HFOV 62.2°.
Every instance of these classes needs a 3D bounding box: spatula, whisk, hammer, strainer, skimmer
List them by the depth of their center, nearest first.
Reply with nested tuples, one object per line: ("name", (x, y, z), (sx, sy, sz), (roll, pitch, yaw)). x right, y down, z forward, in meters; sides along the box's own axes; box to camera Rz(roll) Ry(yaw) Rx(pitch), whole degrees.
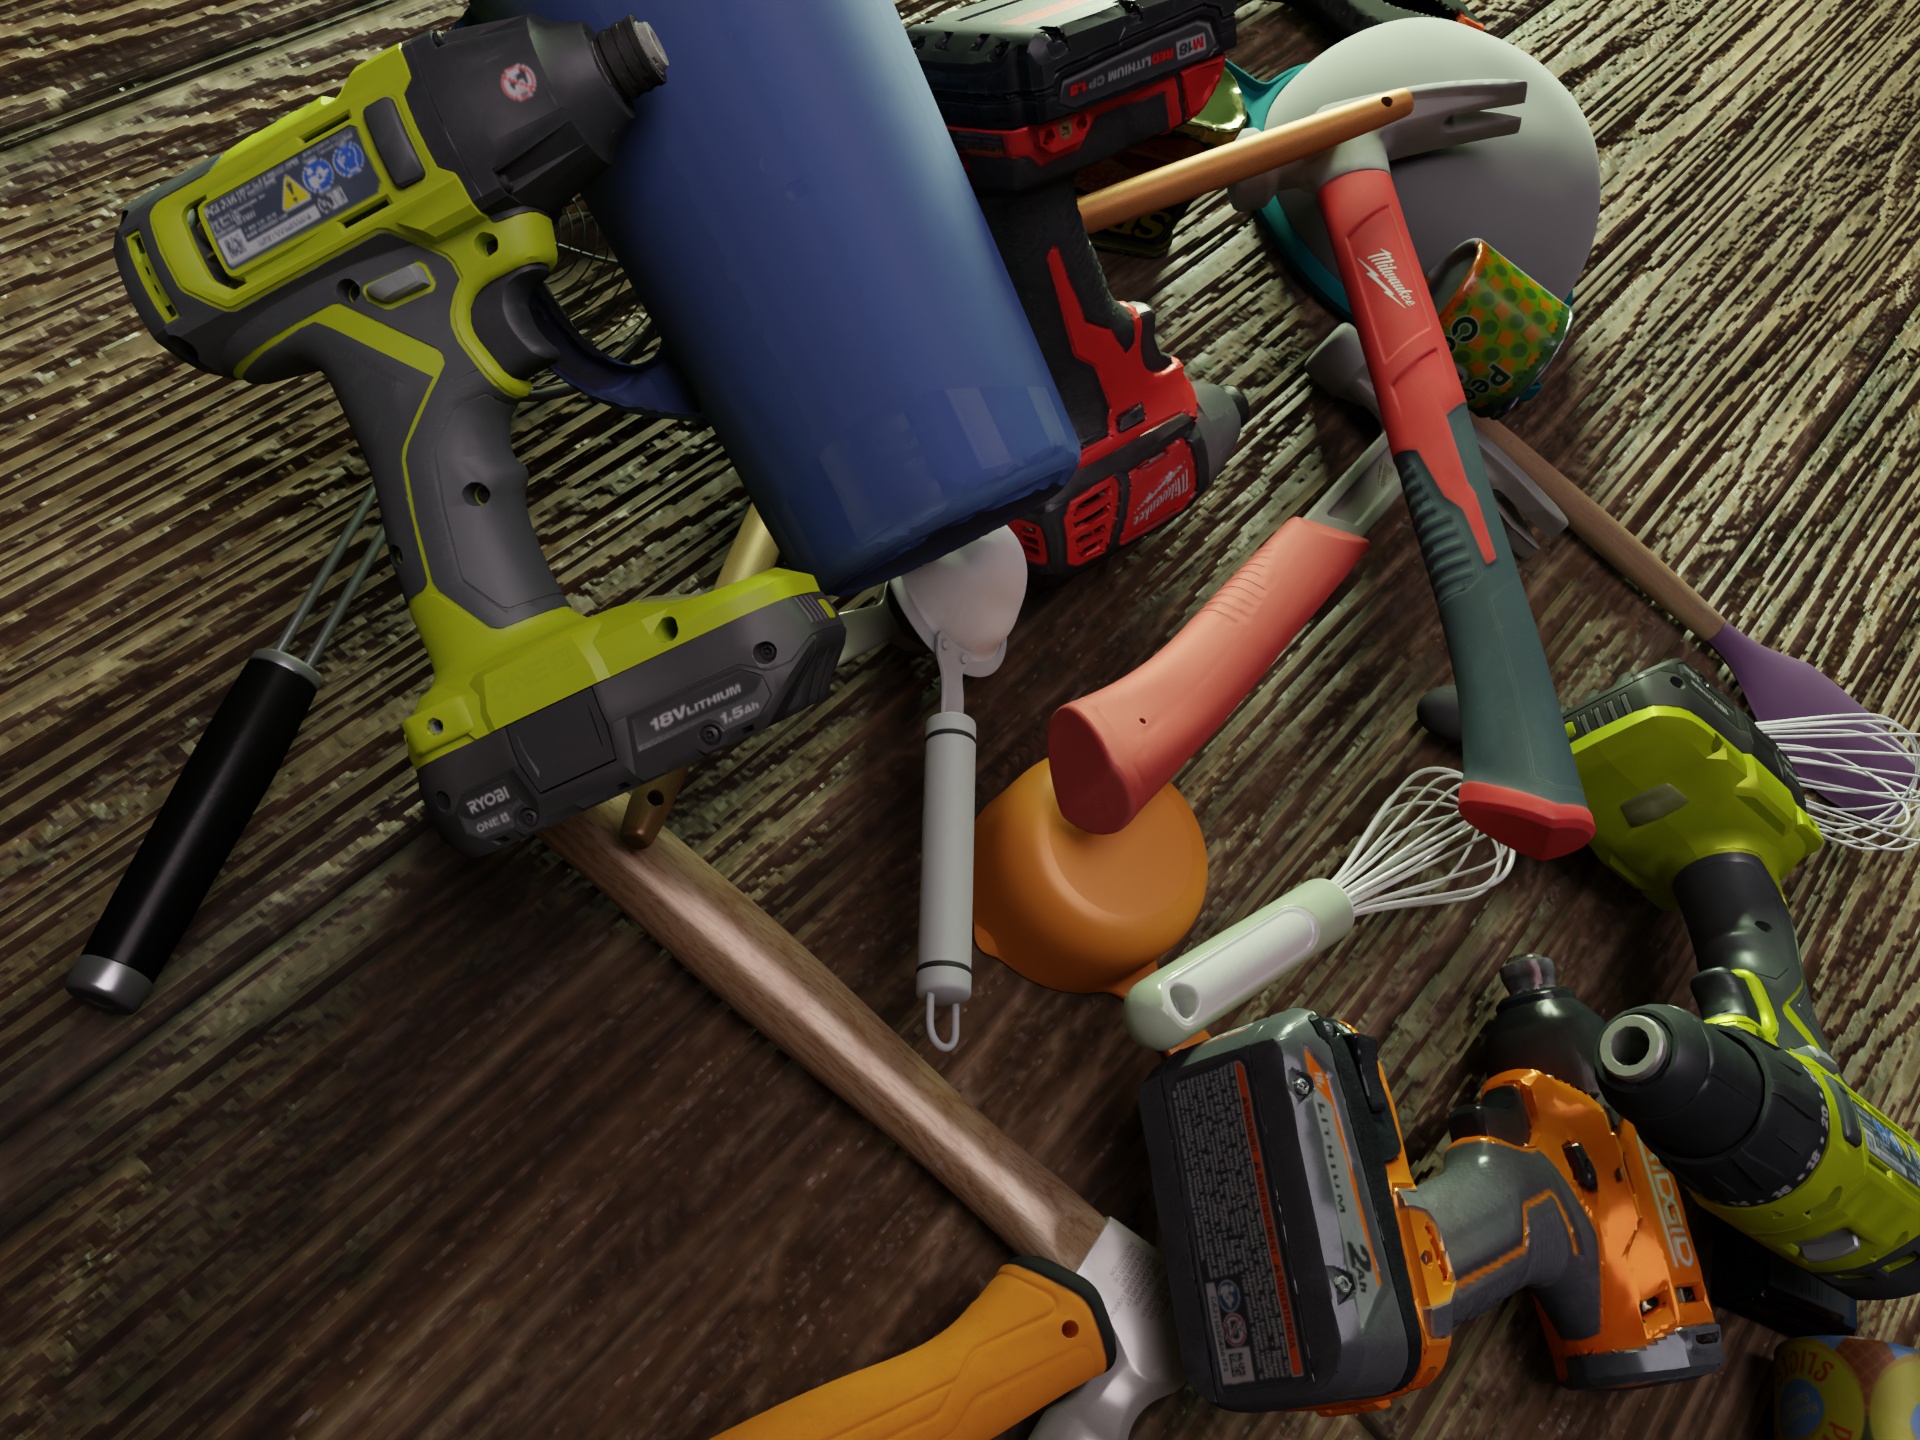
("hammer", (-0.102, 0.241, 0.436), (0.337, 0.034, 0.127), (-18, 72, -22))
("skimmer", (-0.201, -0.079, 0.540), (0.127, 0.090, 0.364), (24, 58, -13))
("hammer", (-0.043, 0.106, 0.550), (0.331, 0.031, 0.130), (41, 57, 1))
("strainer", (-0.001, -0.002, 0.592), (0.086, 0.050, 0.259), (35, 46, -43))
("whisk", (0.146, 0.069, 0.610), (0.246, 0.059, 0.058), (-21, 79, -41))
("hammer", (0.148, -0.055, 0.675), (0.149, 0.036, 0.359), (44, 47, 3))
("hammer", (0.217, -0.125, 0.680), (0.143, 0.038, 0.387), (-10, 61, 6))
("spatula", (0.064, -0.228, 0.696), (0.322, 0.041, 0.081), (-23, 78, -12))
("whisk", (0.343, 0.014, 0.747), (0.284, 0.070, 0.070), (9, 62, -13))
("spatula", (0.365, -0.061, 0.813), (0.316, 0.018, 0.060), (42, 69, 1))
("strainer", (0.208, -0.330, 0.835), (0.340, 0.095, 0.211), (30, 58, -8))

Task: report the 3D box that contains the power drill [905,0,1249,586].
("power drill", (0.058, -0.175, 0.640), (0.143, 0.219, 0.079), (-31, 38, -28))

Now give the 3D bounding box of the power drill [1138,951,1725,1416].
("power drill", (0.174, 0.158, 0.570), (0.226, 0.084, 0.164), (11, 60, -35))

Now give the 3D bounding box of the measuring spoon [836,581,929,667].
("measuring spoon", (-0.049, -0.029, 0.604), (0.124, 0.018, 0.034), (-25, 85, -49))

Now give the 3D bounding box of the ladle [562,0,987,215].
("ladle", (-0.058, -0.288, 0.727), (0.320, 0.062, 0.078), (-28, 47, -28))

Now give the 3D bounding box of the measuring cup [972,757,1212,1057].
("measuring cup", (0.075, 0.087, 0.595), (0.095, 0.052, 0.174), (-31, 78, -32))

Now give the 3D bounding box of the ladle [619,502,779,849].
("ladle", (-0.071, -0.082, 0.618), (0.069, 0.031, 0.316), (26, 53, -13))

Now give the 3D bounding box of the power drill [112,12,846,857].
("power drill", (-0.131, -0.087, 0.481), (0.171, 0.080, 0.223), (-24, 93, 9))

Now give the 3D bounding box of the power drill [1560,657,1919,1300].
("power drill", (0.293, 0.091, 0.621), (0.190, 0.080, 0.229), (33, 41, -29))
